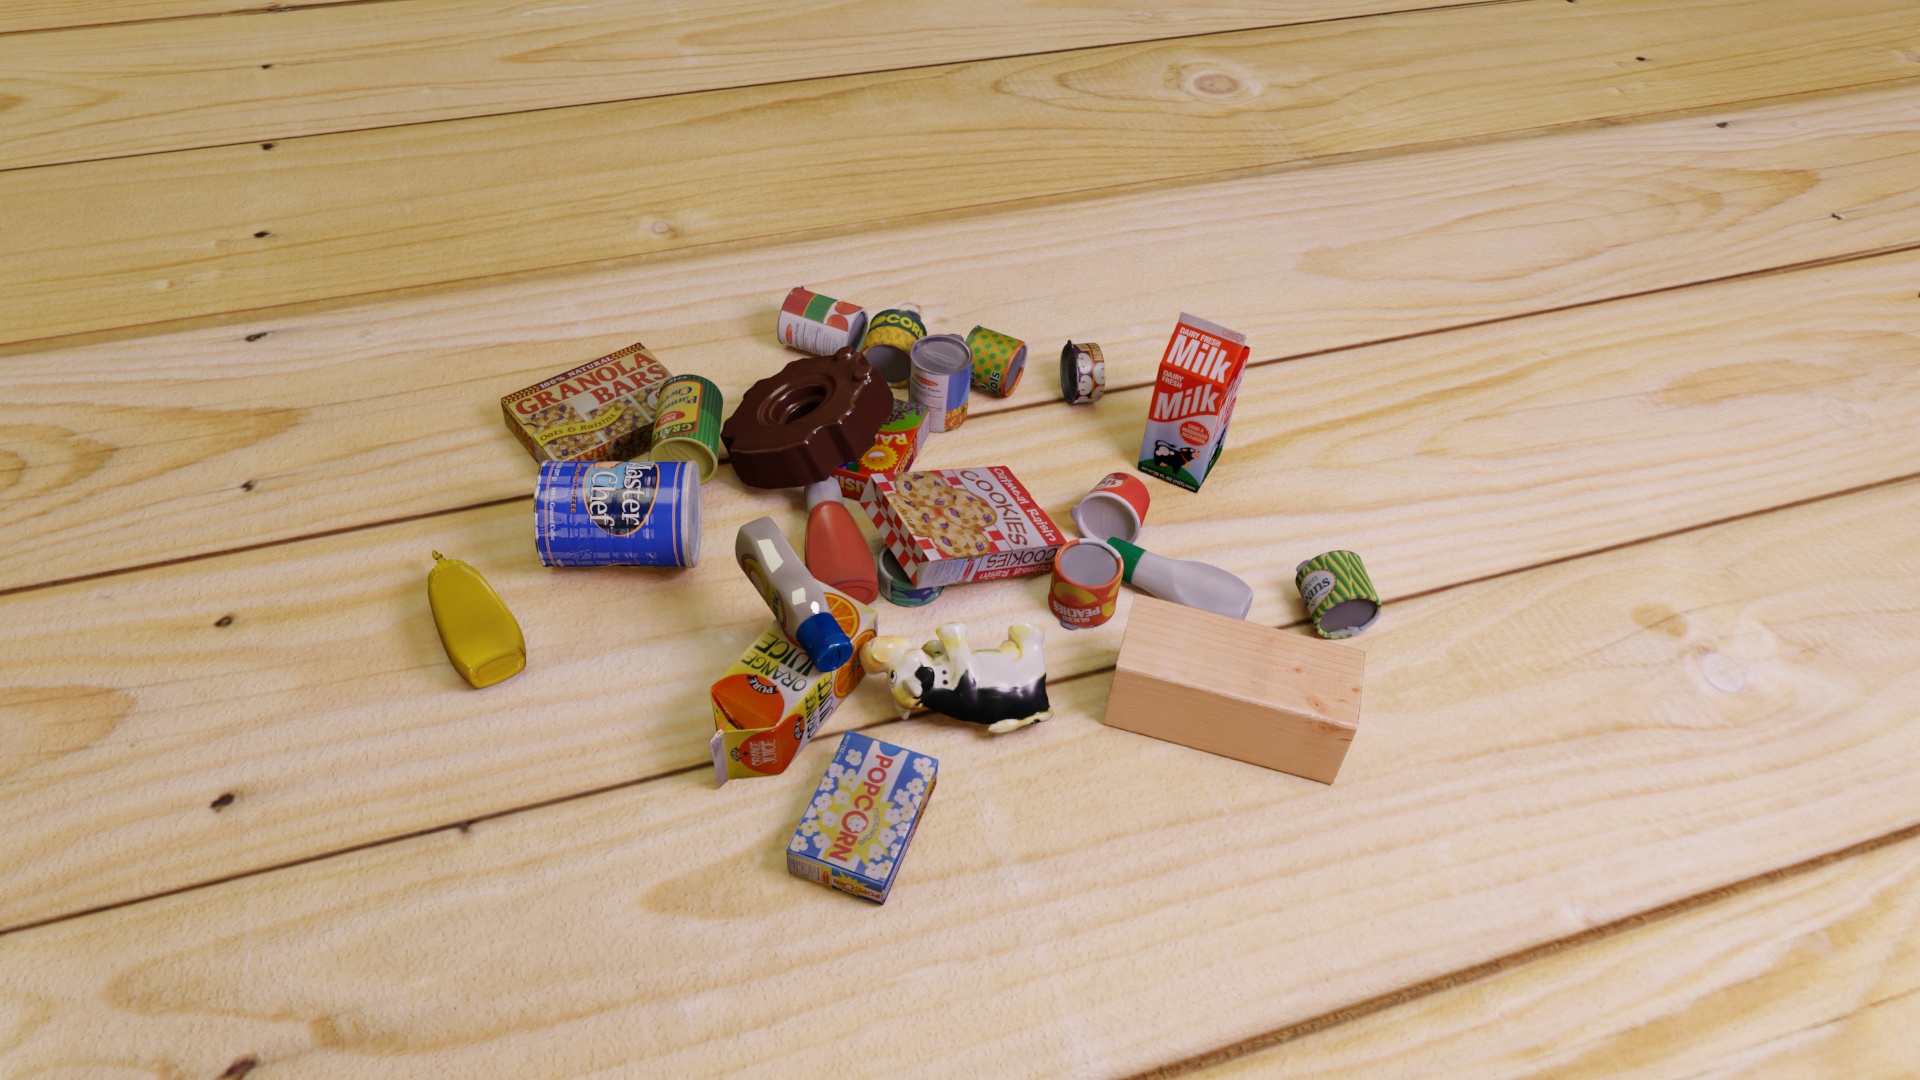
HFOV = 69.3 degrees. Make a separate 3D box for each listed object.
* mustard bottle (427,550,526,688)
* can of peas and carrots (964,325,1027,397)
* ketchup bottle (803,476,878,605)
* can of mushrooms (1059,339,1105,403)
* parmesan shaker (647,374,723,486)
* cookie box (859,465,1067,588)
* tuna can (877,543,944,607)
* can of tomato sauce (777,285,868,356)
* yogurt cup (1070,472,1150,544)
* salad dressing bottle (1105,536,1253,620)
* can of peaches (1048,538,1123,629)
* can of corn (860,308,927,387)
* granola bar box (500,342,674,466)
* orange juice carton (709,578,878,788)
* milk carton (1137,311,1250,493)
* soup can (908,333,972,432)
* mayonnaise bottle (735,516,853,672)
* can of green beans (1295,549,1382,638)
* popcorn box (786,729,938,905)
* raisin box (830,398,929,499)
[{"bbox_3d":[-0.447,0.062,1.259,0.065,0.048,0.161,-23,52,-24],"label":"mustard bottle"},{"bbox_3d":[0.034,-0.194,1.525,0.059,0.070,0.071,21,49,14],"label":"can of peas and carrots"},{"bbox_3d":[-0.123,0.000,1.346,0.065,0.043,0.149,-8,48,-10],"label":"ketchup bottle"},{"bbox_3d":[0.134,-0.186,1.521,0.033,0.070,0.071,-5,48,-11],"label":"can of mushrooms"},{"bbox_3d":[-0.275,-0.109,1.382,0.071,0.071,0.103,-1,44,-5],"label":"parmesan shaker"},{"bbox_3d":[0.005,-0.017,1.340,0.168,0.040,0.123,-6,45,-36],"label":"cookie box"},{"bbox_3d":[-0.045,0.029,1.333,0.071,0.032,0.071,2,47,-2],"label":"tuna can"},{"bbox_3d":[-0.152,-0.241,1.553,0.083,0.070,0.071,18,48,11],"label":"can of tomato sauce"},{"bbox_3d":[0.155,-0.032,1.385,0.072,0.072,0.054,22,41,15],"label":"yogurt cup"},{"bbox_3d":[0.205,0.040,1.336,0.148,0.043,0.064,24,51,19],"label":"salad dressing bottle"},{"bbox_3d":[0.118,0.041,1.317,0.071,0.057,0.071,3,47,-3],"label":"can of peaches"},{"bbox_3d":[-0.073,-0.213,1.530,0.071,0.070,0.058,9,48,4],"label":"can of corn"},{"bbox_3d":[-0.376,-0.134,1.454,0.166,0.038,0.124,-28,55,-27],"label":"granola bar box"},{"bbox_3d":[-0.153,0.129,1.204,0.073,0.071,0.194,26,50,19],"label":"orange juice carton"},{"bbox_3d":[0.239,-0.147,1.411,0.072,0.189,0.074,23,50,17],"label":"milk carton"},{"bbox_3d":[-0.021,-0.169,1.484,0.071,0.083,0.072,2,47,-3],"label":"soup can"},{"bbox_3d":[-0.143,0.048,1.191,0.041,0.064,0.148,-22,55,-25],"label":"mayonnaise bottle"},{"bbox_3d":[0.359,0.052,1.320,0.071,0.071,0.058,-4,48,-8],"label":"can of green beans"},{"bbox_3d":[-0.079,0.226,1.142,0.085,0.038,0.127,16,48,12],"label":"popcorn box"},{"bbox_3d":[-0.092,-0.097,1.442,0.086,0.039,0.124,15,47,10],"label":"raisin box"}]
